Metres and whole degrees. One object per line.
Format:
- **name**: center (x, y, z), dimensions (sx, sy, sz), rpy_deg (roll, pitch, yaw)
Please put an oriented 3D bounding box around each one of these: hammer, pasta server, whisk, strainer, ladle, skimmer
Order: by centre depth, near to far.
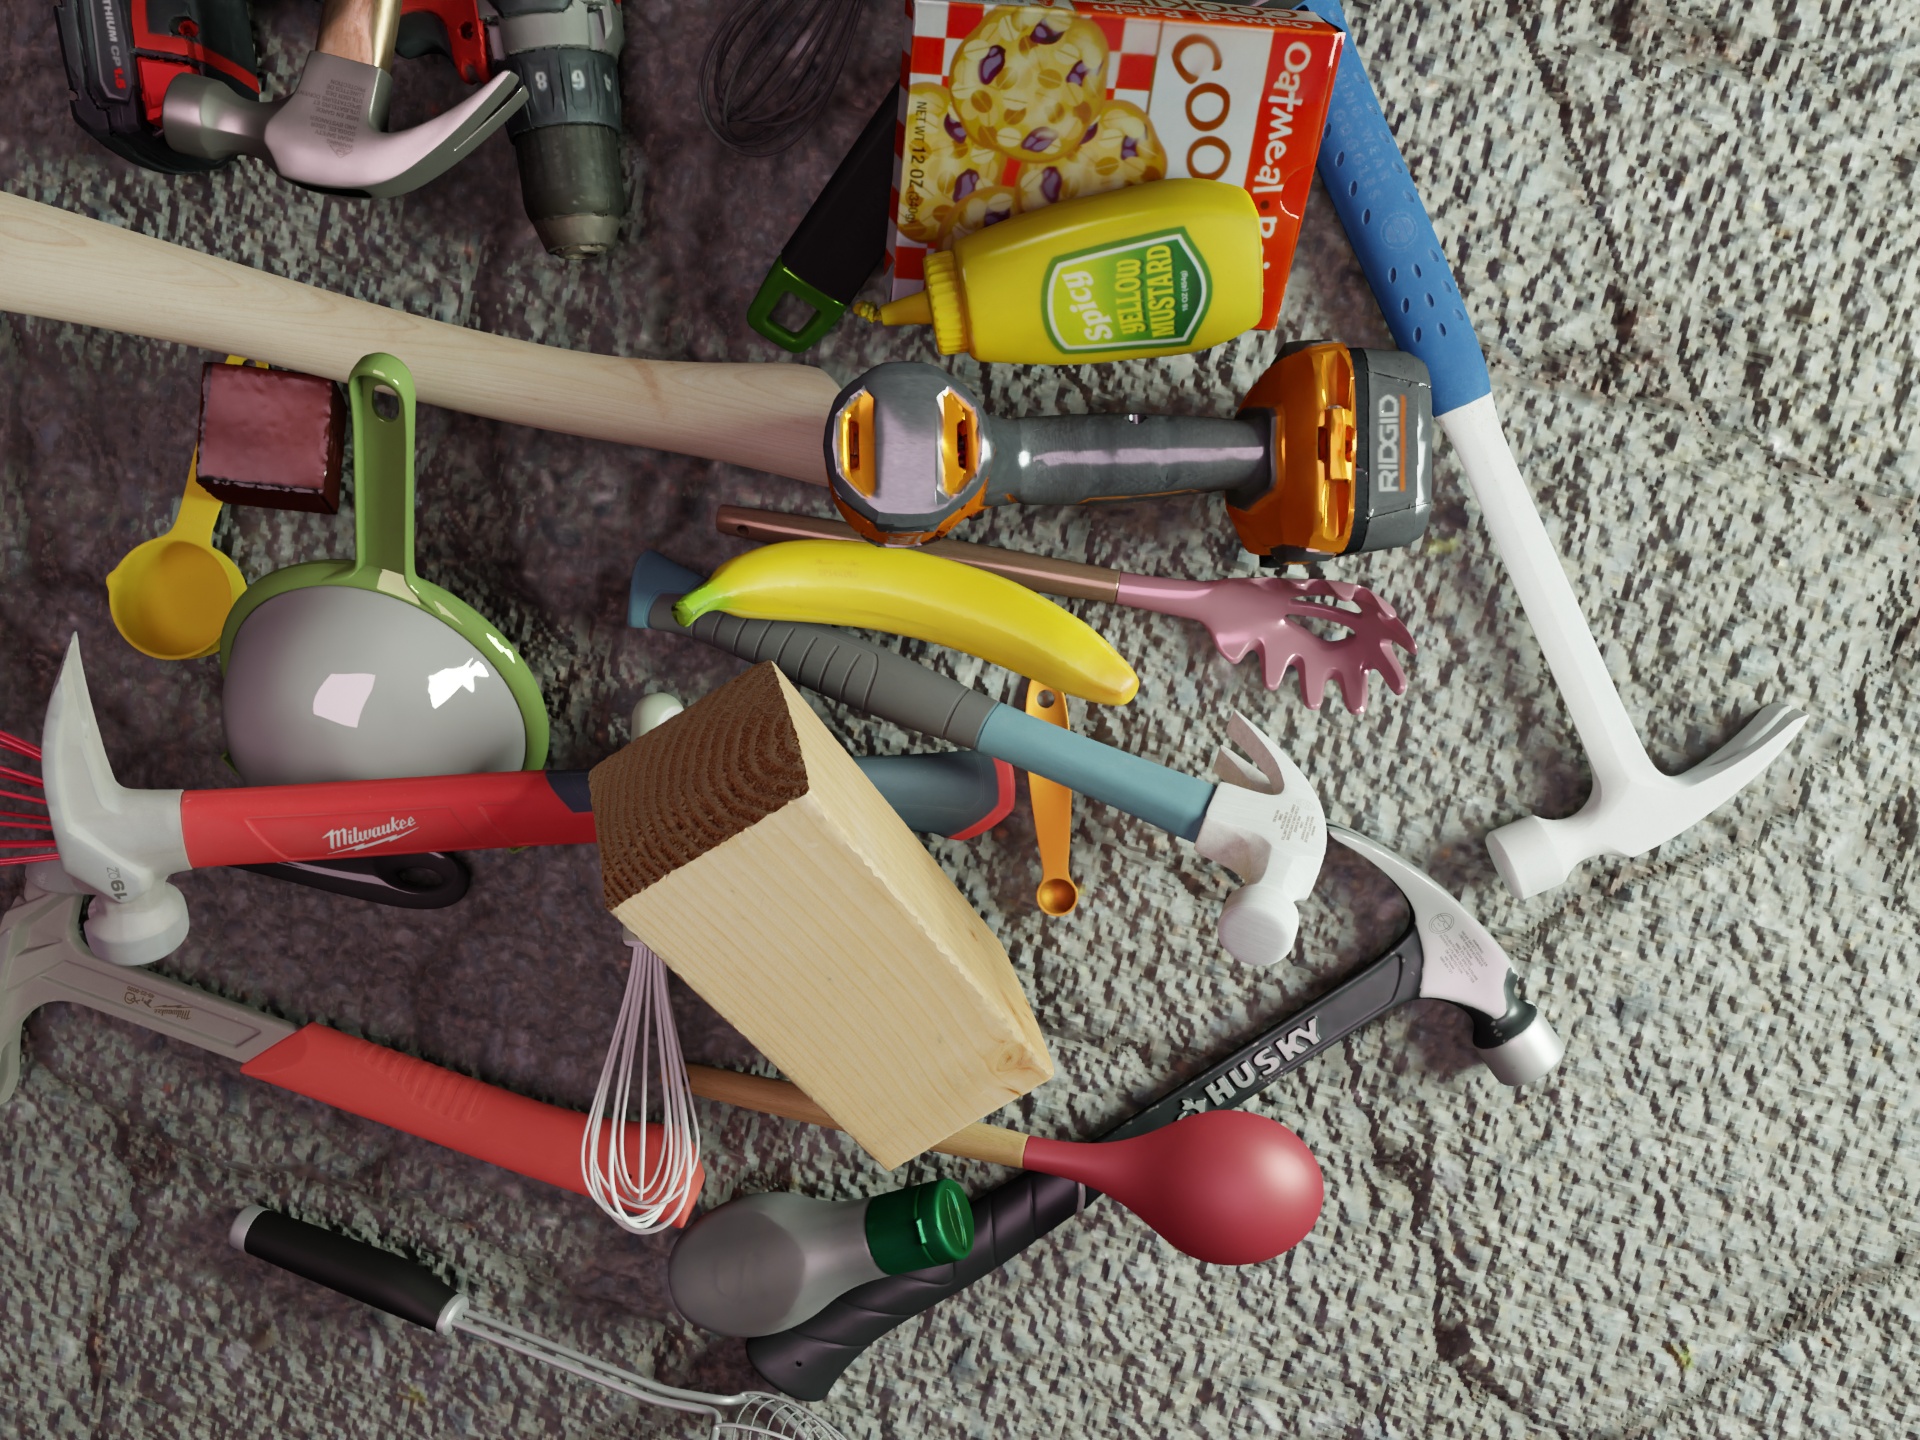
- **hammer**: center (-0.213, -0.371, 0.622), dimensions (0.130, 0.031, 0.331), rpy_deg (14, 96, -3)
- **hammer**: center (-0.245, -0.146, 0.656), dimensions (0.410, 0.038, 0.146), rpy_deg (11, 85, -16)
- **strainer**: center (-0.250, -0.029, 0.661), dimensions (0.151, 0.069, 0.256), rpy_deg (16, 132, -3)
- **hammer**: center (-0.162, 0.024, 0.665), dimensions (0.386, 0.038, 0.143), rpy_deg (-3, 127, -16)
- **whisk**: center (-0.032, -0.343, 0.674), dimensions (0.055, 0.055, 0.239), rpy_deg (36, 95, -2)
- **hammer**: center (-0.001, -0.002, 0.690), dimensions (0.331, 0.128, 0.033), rpy_deg (22, 124, 12)
- **hammer**: center (0.228, -0.130, 0.690), dimensions (0.144, 0.035, 0.405), rpy_deg (-25, 96, 7)
- **pasta server**: center (0.043, -0.061, 0.712), dimensions (0.316, 0.040, 0.060), rpy_deg (10, 127, 4)
- **whisk**: center (-0.143, 0.110, 0.730), dimensions (0.059, 0.057, 0.246), rpy_deg (-1, 85, 31)
- **ladle**: center (0.006, 0.191, 0.731), dimensions (0.315, 0.031, 0.069), rpy_deg (8, 90, 16)
- **whisk**: center (-0.378, 0.050, 0.735), dimensions (0.295, 0.073, 0.073), rpy_deg (12, 99, -10)
- **hammer**: center (0.069, 0.203, 0.751), dimensions (0.409, 0.036, 0.149), rpy_deg (-34, 94, 8)
- **skimmer**: center (-0.198, 0.334, 0.762), dimensions (0.363, 0.127, 0.090), rpy_deg (18, 93, 10)
- **hammer**: center (-0.300, 0.179, 0.773), dimensions (0.359, 0.037, 0.149), rpy_deg (19, 99, 1)

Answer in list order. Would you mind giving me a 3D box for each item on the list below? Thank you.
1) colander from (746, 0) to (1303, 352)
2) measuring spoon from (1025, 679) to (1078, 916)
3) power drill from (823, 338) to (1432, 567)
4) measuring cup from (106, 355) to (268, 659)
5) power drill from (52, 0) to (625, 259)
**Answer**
- **colander**: center (0.029, -0.324, 0.653), dimensions (0.204, 0.095, 0.397), rpy_deg (28, 120, -25)
- **measuring spoon**: center (0.042, 0.033, 0.742), dimensions (0.021, 0.011, 0.117), rpy_deg (-3, 95, 5)
- **power drill**: center (0.058, -0.104, 0.652), dimensions (0.226, 0.164, 0.084), rpy_deg (-1, 93, -4)
- **measuring cup**: center (-0.348, -0.103, 0.745), dimensions (0.062, 0.029, 0.156), rpy_deg (17, 87, -1)
- **power drill**: center (-0.255, -0.286, 0.683), dimensions (0.226, 0.080, 0.188), rpy_deg (-6, 98, 2)
